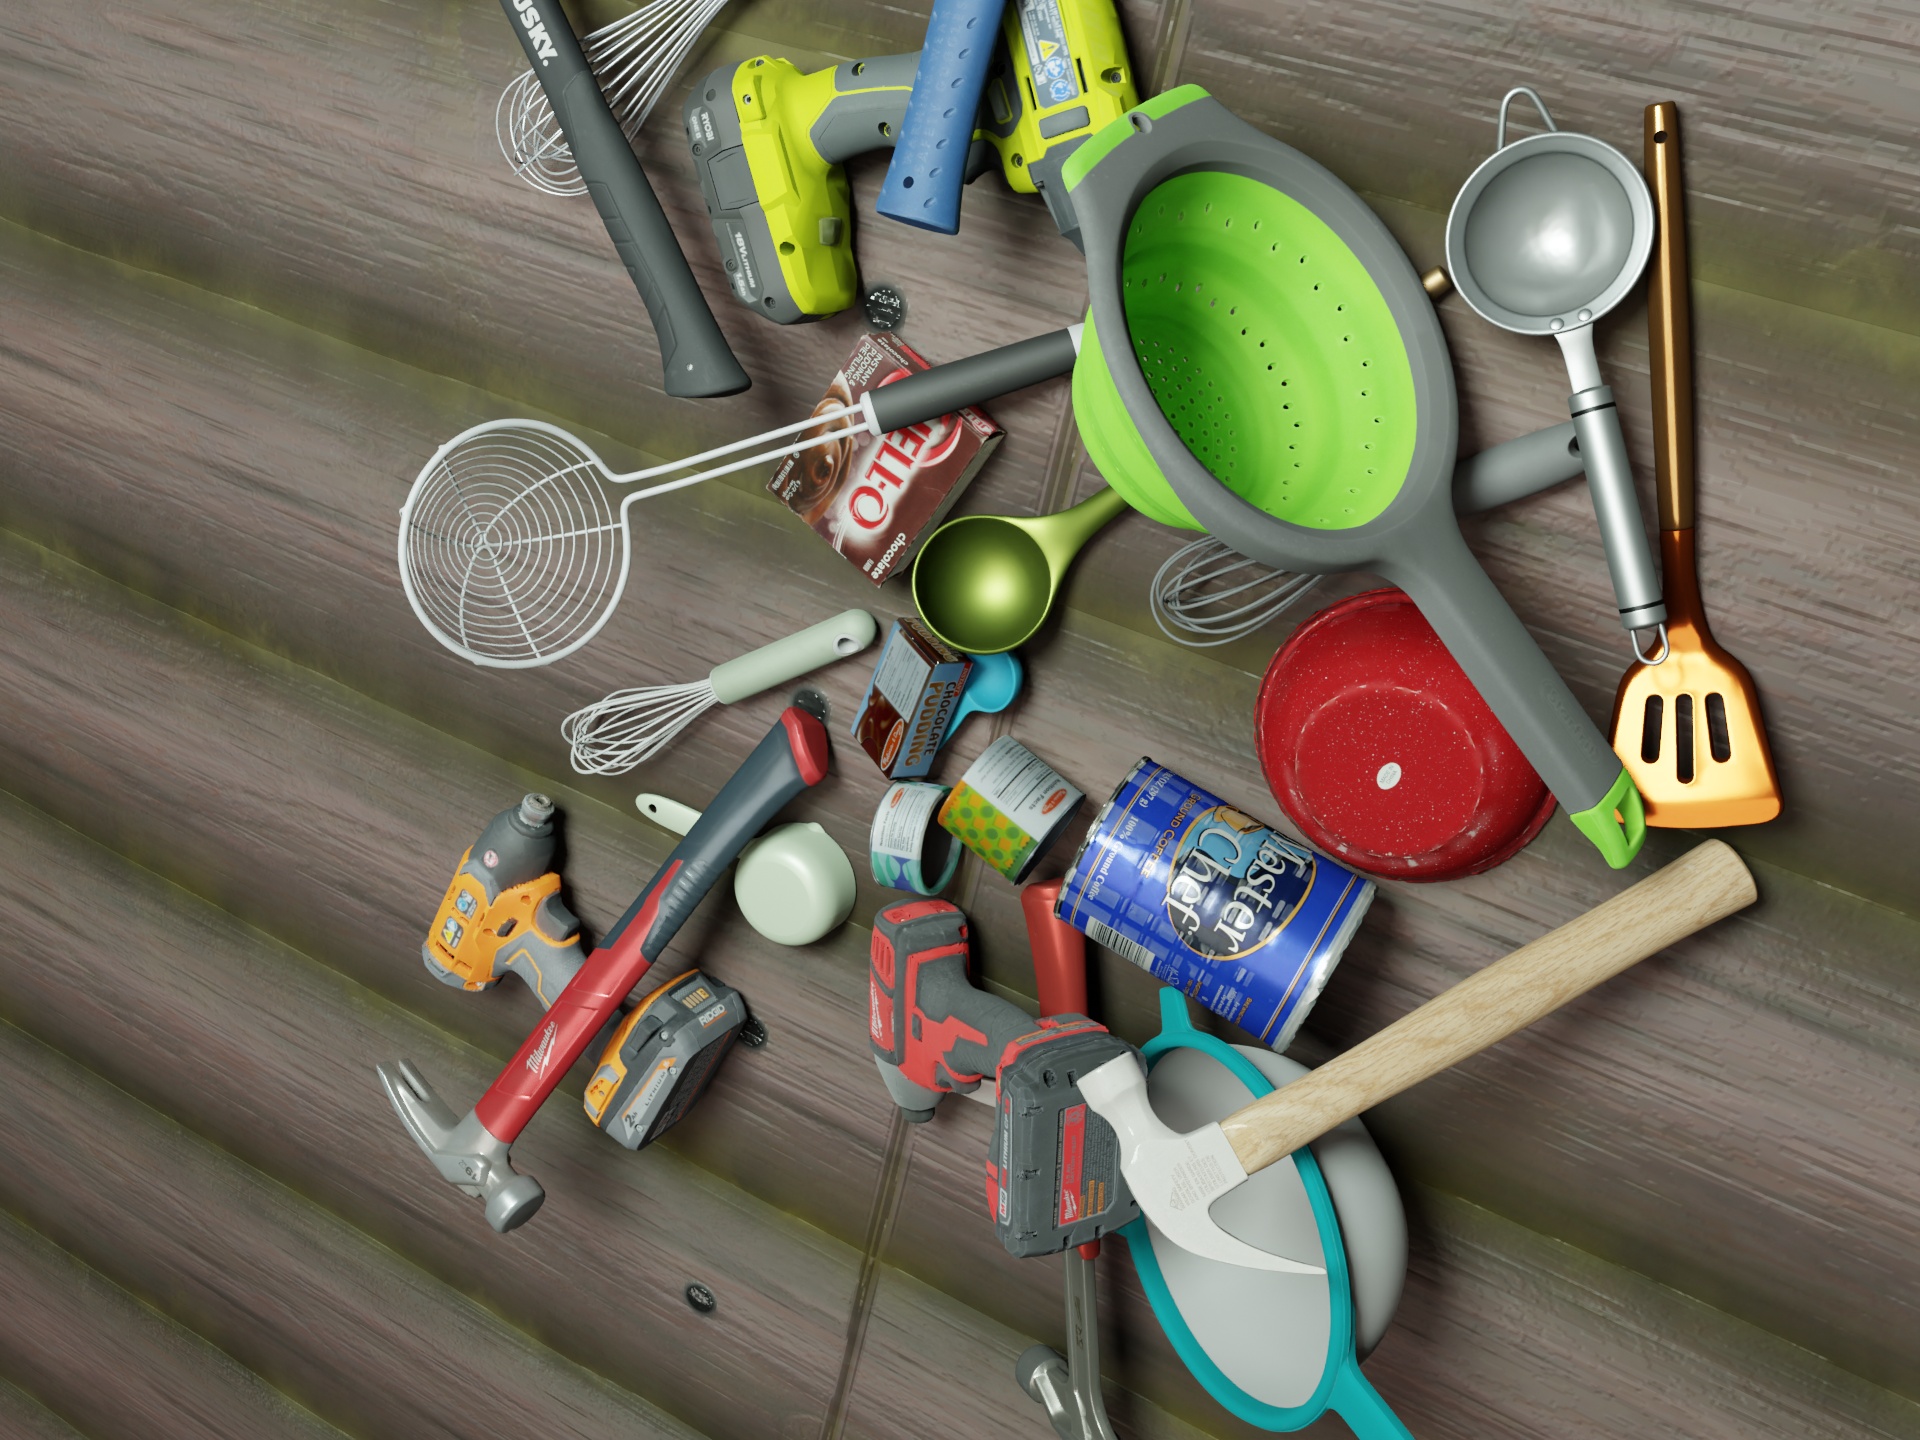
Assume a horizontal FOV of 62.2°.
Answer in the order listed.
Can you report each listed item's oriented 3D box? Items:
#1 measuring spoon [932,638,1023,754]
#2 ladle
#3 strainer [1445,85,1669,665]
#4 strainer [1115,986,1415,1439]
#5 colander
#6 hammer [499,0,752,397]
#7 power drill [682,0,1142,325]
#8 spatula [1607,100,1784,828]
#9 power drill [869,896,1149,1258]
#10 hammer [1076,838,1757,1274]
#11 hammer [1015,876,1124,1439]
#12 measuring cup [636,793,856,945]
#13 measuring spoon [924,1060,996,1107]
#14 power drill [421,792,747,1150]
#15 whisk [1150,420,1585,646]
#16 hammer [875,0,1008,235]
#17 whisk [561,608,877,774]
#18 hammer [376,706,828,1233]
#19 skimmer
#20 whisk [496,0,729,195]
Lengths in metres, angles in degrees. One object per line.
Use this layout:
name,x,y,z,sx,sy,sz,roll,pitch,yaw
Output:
measuring spoon,-0.001,-0.003,0.936,0.128,0.021,0.042,-46,67,40
ladle,0.104,-0.132,0.813,0.320,0.062,0.078,-32,90,29
strainer,0.277,-0.149,0.708,0.087,0.050,0.258,-14,92,19
strainer,0.204,0.299,0.825,0.341,0.095,0.210,49,139,48
colander,0.168,-0.087,0.724,0.397,0.204,0.094,52,146,-7
hammer,-0.193,-0.321,0.834,0.146,0.035,0.335,-26,90,22
power drill,-0.017,-0.286,0.808,0.223,0.080,0.171,-10,102,26
spatula,0.323,-0.110,0.718,0.081,0.041,0.322,-1,106,28
power drill,0.013,0.204,0.914,0.220,0.078,0.143,30,122,56
hammer,0.230,0.151,0.757,0.331,0.031,0.130,-28,75,-3
hammer,0.071,0.270,0.942,0.149,0.036,0.359,15,110,62
measuring cup,-0.148,0.089,1.025,0.168,0.038,0.083,23,117,16
measuring spoon,0.016,0.239,1.008,0.124,0.018,0.034,10,112,22
power drill,-0.259,0.164,1.087,0.226,0.084,0.164,39,118,14
whisk,0.203,-0.093,0.782,0.239,0.055,0.055,-21,97,26
hammer,0.029,-0.425,0.707,0.144,0.035,0.405,20,102,21
whisk,-0.154,-0.019,0.991,0.246,0.059,0.057,-21,134,27
hammer,-0.222,0.137,1.008,0.143,0.038,0.386,42,101,19
skimmer,-0.102,-0.129,0.810,0.363,0.090,0.127,-17,115,3
whisk,-0.145,-0.379,0.853,0.284,0.070,0.070,-30,93,26
